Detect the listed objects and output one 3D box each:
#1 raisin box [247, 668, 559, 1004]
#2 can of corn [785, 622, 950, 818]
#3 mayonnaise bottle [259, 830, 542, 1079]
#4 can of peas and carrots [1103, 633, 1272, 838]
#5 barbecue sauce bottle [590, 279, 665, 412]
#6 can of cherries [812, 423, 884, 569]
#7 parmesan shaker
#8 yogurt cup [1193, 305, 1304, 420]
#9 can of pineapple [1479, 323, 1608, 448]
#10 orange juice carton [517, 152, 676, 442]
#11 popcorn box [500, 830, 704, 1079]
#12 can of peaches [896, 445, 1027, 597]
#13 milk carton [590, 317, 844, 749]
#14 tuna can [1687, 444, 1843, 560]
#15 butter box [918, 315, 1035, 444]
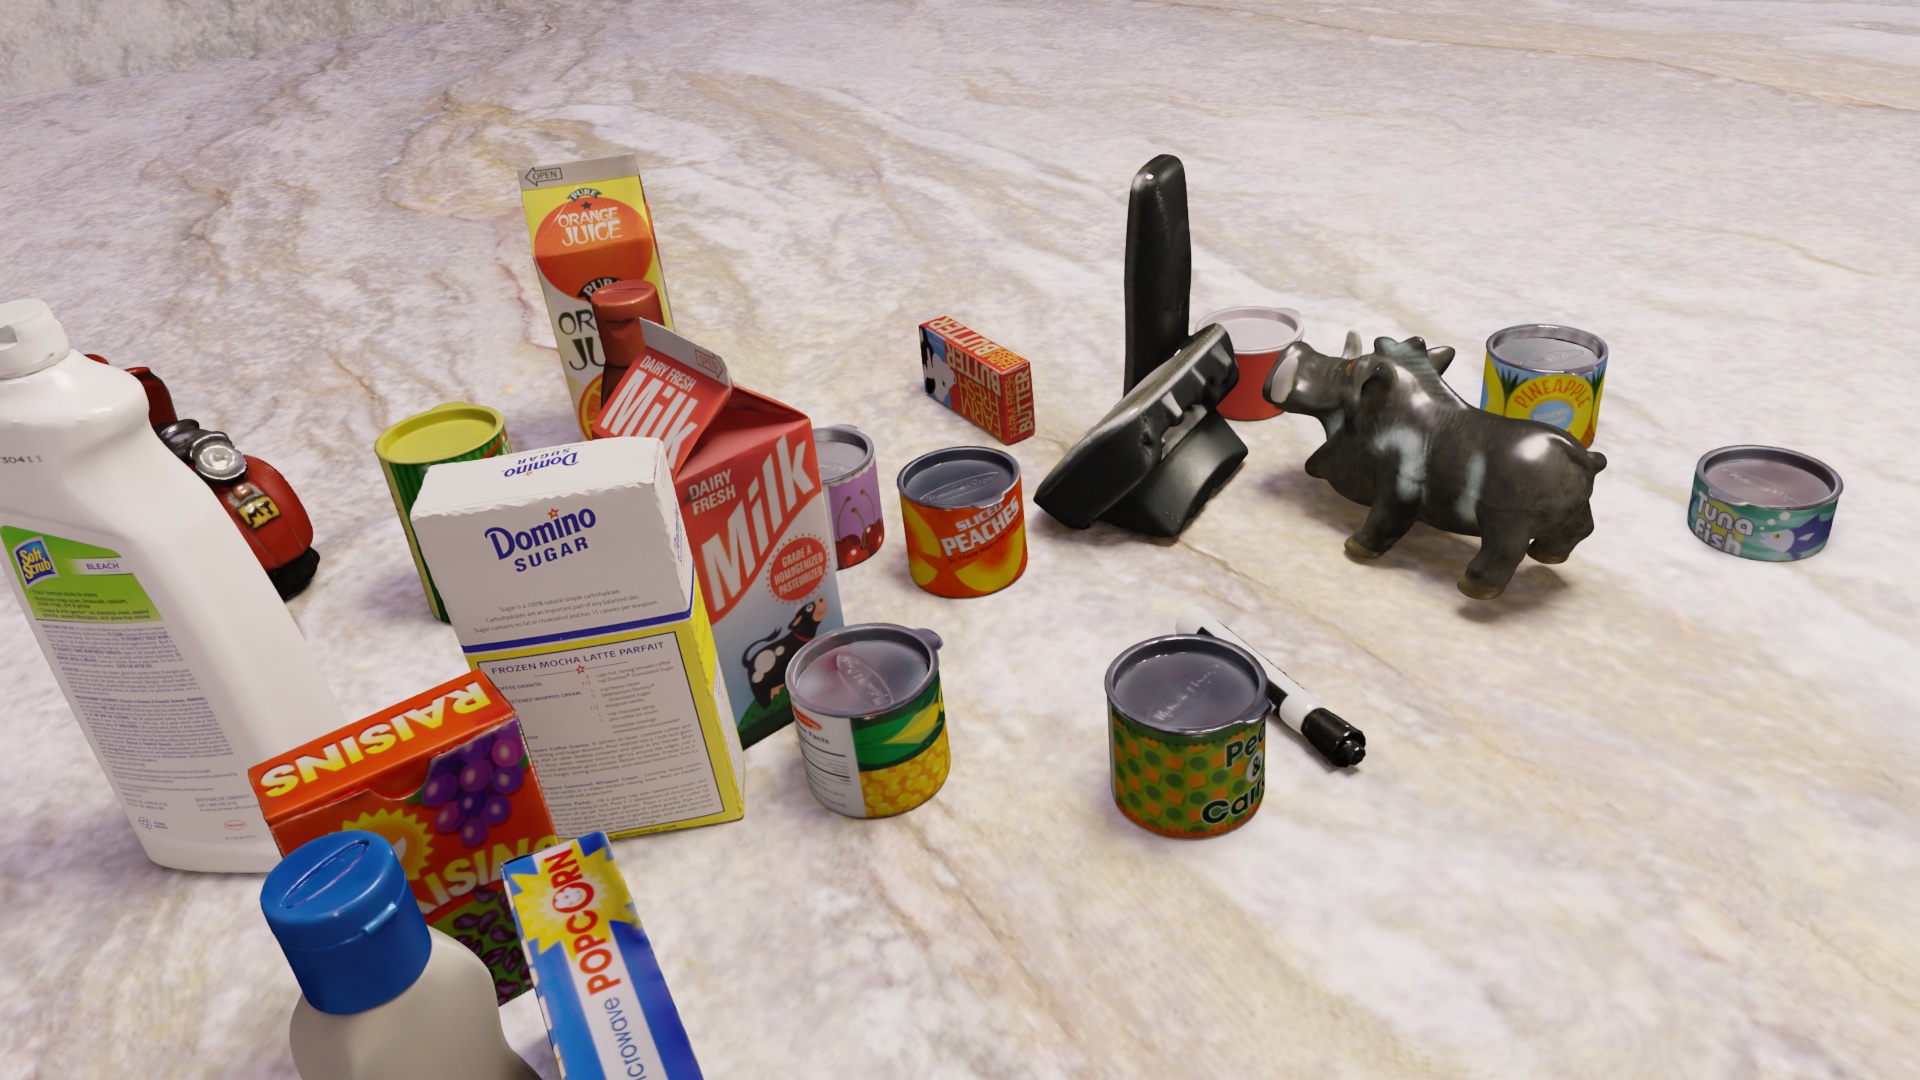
[{"bbox_3d":[-0.193,0.120,0.507,0.086,0.122,0.040,-24,36,-27],"label":"raisin box"},{"bbox_3d":[-0.037,0.077,0.610,0.071,0.058,0.071,-5,31,3],"label":"can of corn"},{"bbox_3d":[-0.169,0.154,0.423,0.041,0.147,0.065,13,36,28],"label":"mayonnaise bottle"},{"bbox_3d":[0.096,0.082,0.579,0.071,0.058,0.071,-5,31,3],"label":"can of peas and carrots"},{"bbox_3d":[-0.176,-0.073,0.793,0.065,0.147,0.044,-3,31,6],"label":"barbecue sauce bottle"},{"bbox_3d":[-0.076,-0.025,0.782,0.071,0.058,0.072,-5,31,3],"label":"can of cherries"},{"bbox_3d":[-0.269,-0.015,0.759,0.071,0.102,0.071,-5,31,3],"label":"parmesan shaker"},{"bbox_3d":[0.183,-0.112,0.881,0.072,0.053,0.073,-5,31,3],"label":"yogurt cup"},{"bbox_3d":[0.338,-0.086,0.809,0.071,0.057,0.071,-5,31,3],"label":"can of pineapple"},{"bbox_3d":[-0.220,-0.146,0.876,0.072,0.191,0.073,-12,32,-9],"label":"orange juice carton"},{"bbox_3d":[-0.110,0.167,0.451,0.038,0.084,0.127,-19,34,-20],"label":"popcorn box"},{"bbox_3d":[0.003,-0.009,0.744,0.071,0.057,0.071,-5,31,3],"label":"can of peaches"},{"bbox_3d":[-0.109,-0.006,0.632,0.074,0.189,0.072,-29,38,-32],"label":"milk carton"},{"bbox_3d":[0.409,-0.019,0.711,0.071,0.032,0.071,-5,31,3],"label":"tuna can"},{"bbox_3d":[0.010,-0.105,0.903,0.024,0.052,0.104,-22,35,-24],"label":"butter box"}]
